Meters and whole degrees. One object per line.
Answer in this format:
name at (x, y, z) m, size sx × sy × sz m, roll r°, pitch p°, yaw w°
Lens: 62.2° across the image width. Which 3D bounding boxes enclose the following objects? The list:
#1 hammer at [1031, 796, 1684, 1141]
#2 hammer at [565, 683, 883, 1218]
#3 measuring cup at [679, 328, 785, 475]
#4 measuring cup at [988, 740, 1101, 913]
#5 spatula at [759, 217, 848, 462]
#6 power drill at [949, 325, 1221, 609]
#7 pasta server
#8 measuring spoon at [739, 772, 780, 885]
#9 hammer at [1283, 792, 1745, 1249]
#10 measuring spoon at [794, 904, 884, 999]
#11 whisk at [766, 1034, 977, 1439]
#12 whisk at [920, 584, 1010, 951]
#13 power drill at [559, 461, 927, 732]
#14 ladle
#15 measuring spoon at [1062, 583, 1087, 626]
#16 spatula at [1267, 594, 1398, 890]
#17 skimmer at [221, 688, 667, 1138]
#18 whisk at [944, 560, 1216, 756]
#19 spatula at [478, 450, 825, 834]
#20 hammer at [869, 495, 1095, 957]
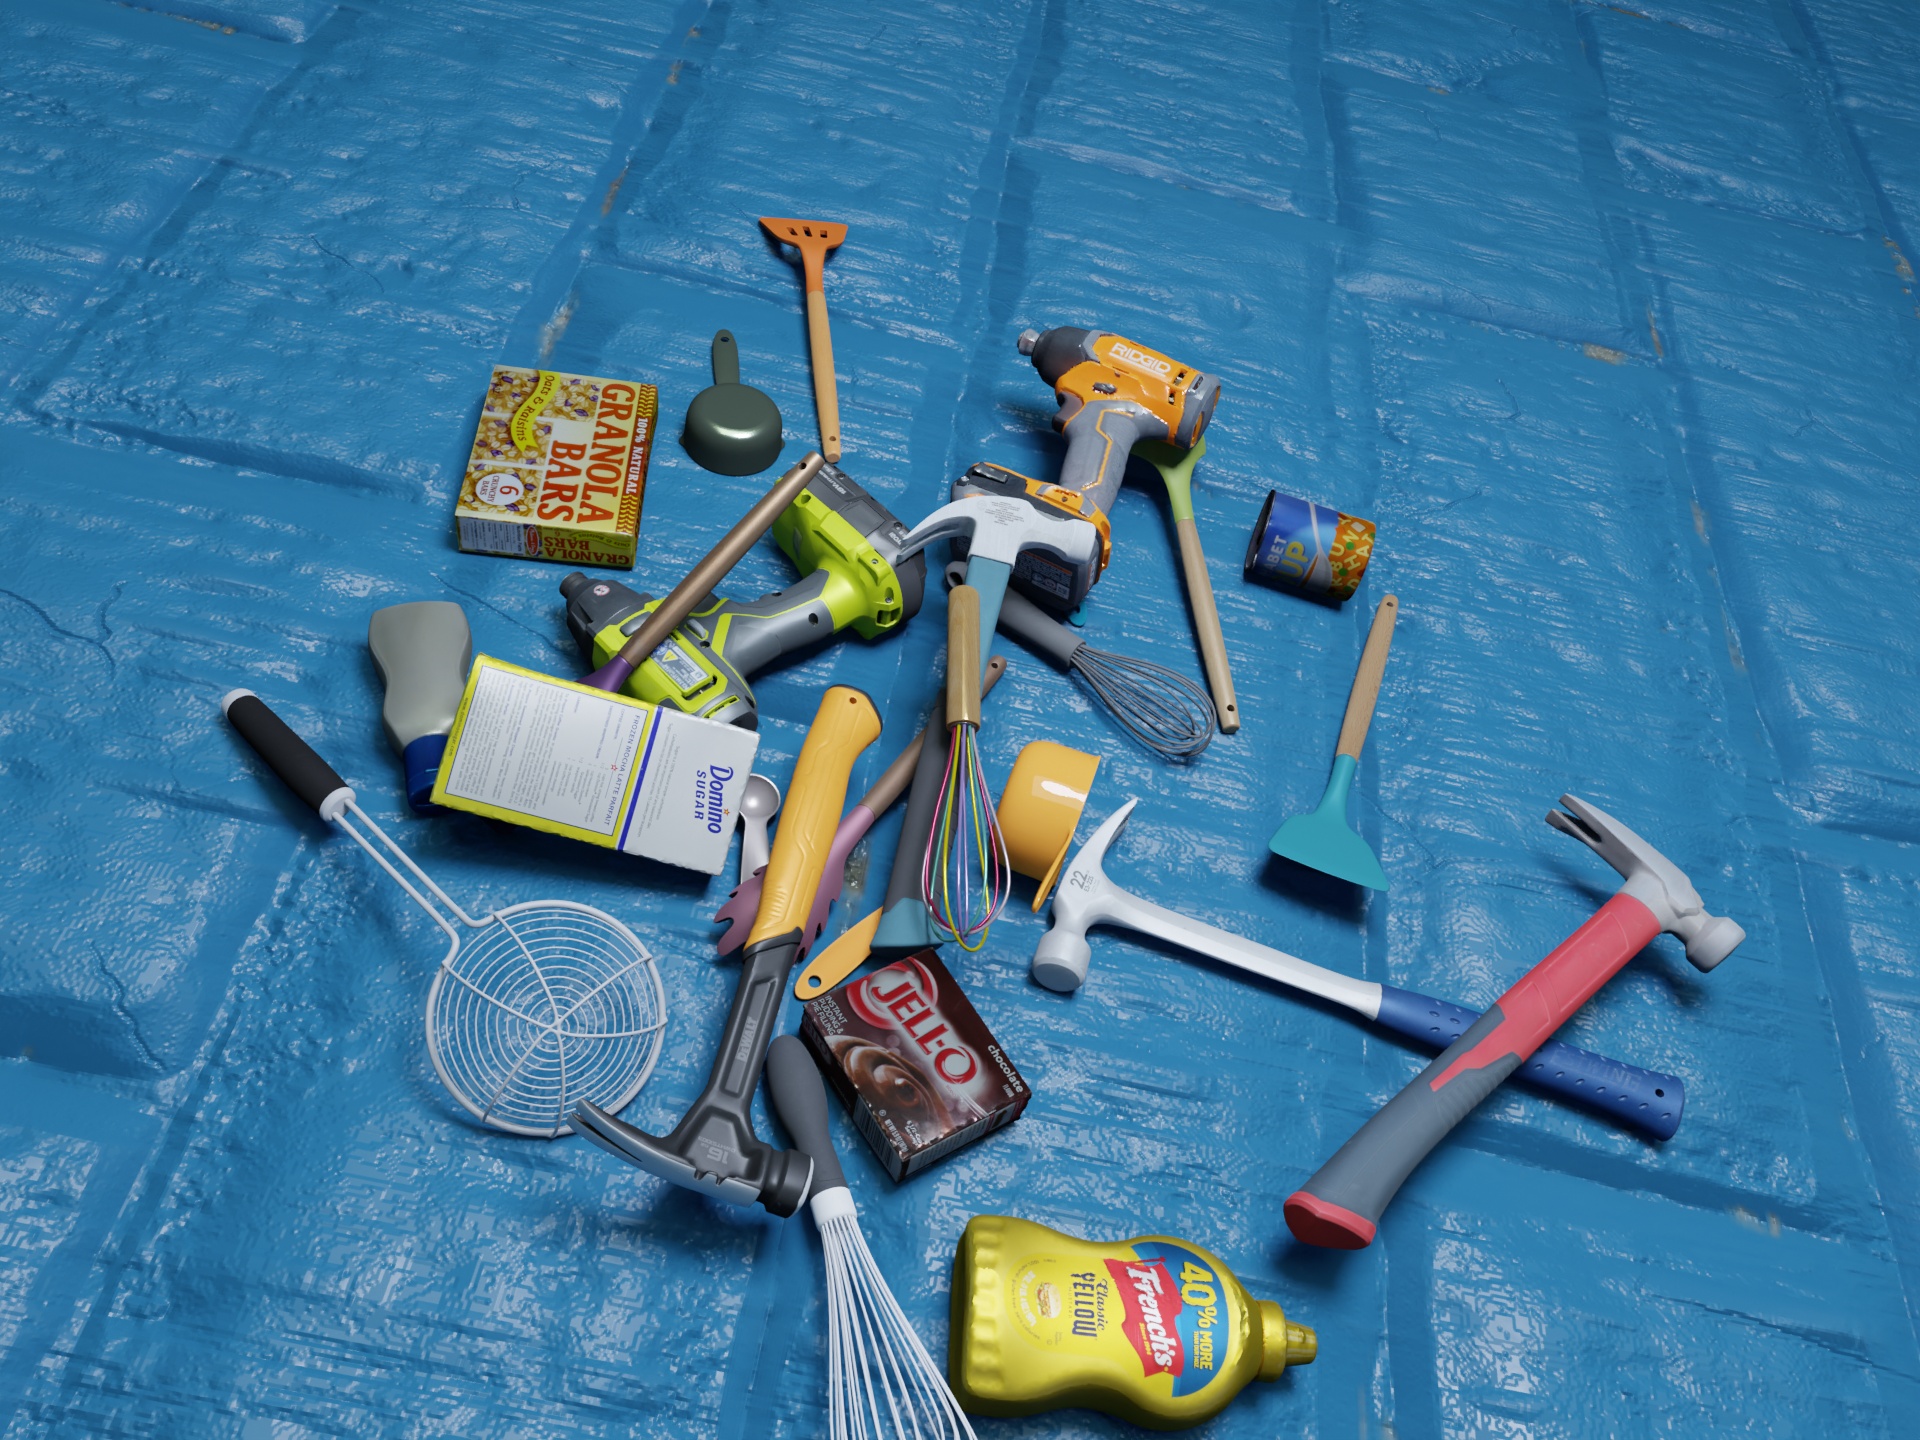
hammer at (0.254, 0.169, 1.005) m, size 0.405 × 0.035 × 0.144 m, roll 20°, pitch 50°, yaw 3°
hammer at (-0.109, 0.107, 0.911) m, size 0.127 × 0.034 × 0.337 m, roll 23°, pitch 49°, yaw -11°
measuring cup at (-0.181, -0.265, 1.256) m, size 0.083 × 0.038 × 0.168 m, roll 0°, pitch 54°, yaw -13°
measuring cup at (0.042, 0.070, 0.978) m, size 0.052 × 0.095 × 0.174 m, roll 20°, pitch 22°, yaw 7°
spatula at (-0.121, -0.333, 1.340) m, size 0.081 × 0.041 × 0.323 m, roll 1°, pitch 55°, yaw -13°
power drill at (0.079, -0.207, 1.206) m, size 0.164 × 0.084 × 0.226 m, roll 27°, pitch 62°, yaw 14°
pasta server at (-0.051, 0.049, 1.038) m, size 0.060 × 0.040 × 0.316 m, roll 40°, pitch 47°, yaw 1°
measuring spoon at (-0.131, 0.090, 0.998) m, size 0.034 × 0.018 × 0.124 m, roll 9°, pitch 55°, yaw -22°
hammer at (0.318, 0.180, 0.964) m, size 0.386 × 0.038 × 0.143 m, roll -30°, pitch 62°, yaw -31°
measuring spoon at (-0.059, 0.135, 0.980) m, size 0.021 × 0.011 × 0.117 m, roll 44°, pitch 58°, yaw 12°
whisk at (-0.056, 0.285, 0.830) m, size 0.070 × 0.070 × 0.285 m, roll -8°, pitch 49°, yaw -19°
whisk at (0.002, 0.026, 0.981) m, size 0.047 × 0.051 × 0.245 m, roll 16°, pitch 59°, yaw -27°
power drill at (-0.149, -0.083, 1.094) m, size 0.223 × 0.080 × 0.171 m, roll -35°, pitch 67°, yaw -30°
ladle at (0.175, -0.123, 1.231) m, size 0.078 × 0.062 × 0.320 m, roll 1°, pitch 58°, yaw -13°
measuring spoon at (0.071, -0.122, 1.218) m, size 0.042 × 0.021 × 0.129 m, roll -14°, pitch 64°, yaw -8°
spatula at (0.287, 0.005, 1.142) m, size 0.082 × 0.044 × 0.318 m, roll 20°, pitch 49°, yaw 8°
skimmer at (-0.319, 0.096, 0.934) m, size 0.364 × 0.090 × 0.127 m, roll 35°, pitch 72°, yaw 29°
whisk at (0.082, -0.051, 1.140) m, size 0.239 × 0.055 × 0.055 m, roll 35°, pitch 52°, yaw 20°
spatula at (-0.198, -0.058, 1.014) m, size 0.060 × 0.018 × 0.316 m, roll 38°, pitch 80°, yaw 21°
hammer at (-0.002, -0.003, 1.028) m, size 0.128 × 0.033 × 0.331 m, roll 14°, pitch 65°, yaw -4°
